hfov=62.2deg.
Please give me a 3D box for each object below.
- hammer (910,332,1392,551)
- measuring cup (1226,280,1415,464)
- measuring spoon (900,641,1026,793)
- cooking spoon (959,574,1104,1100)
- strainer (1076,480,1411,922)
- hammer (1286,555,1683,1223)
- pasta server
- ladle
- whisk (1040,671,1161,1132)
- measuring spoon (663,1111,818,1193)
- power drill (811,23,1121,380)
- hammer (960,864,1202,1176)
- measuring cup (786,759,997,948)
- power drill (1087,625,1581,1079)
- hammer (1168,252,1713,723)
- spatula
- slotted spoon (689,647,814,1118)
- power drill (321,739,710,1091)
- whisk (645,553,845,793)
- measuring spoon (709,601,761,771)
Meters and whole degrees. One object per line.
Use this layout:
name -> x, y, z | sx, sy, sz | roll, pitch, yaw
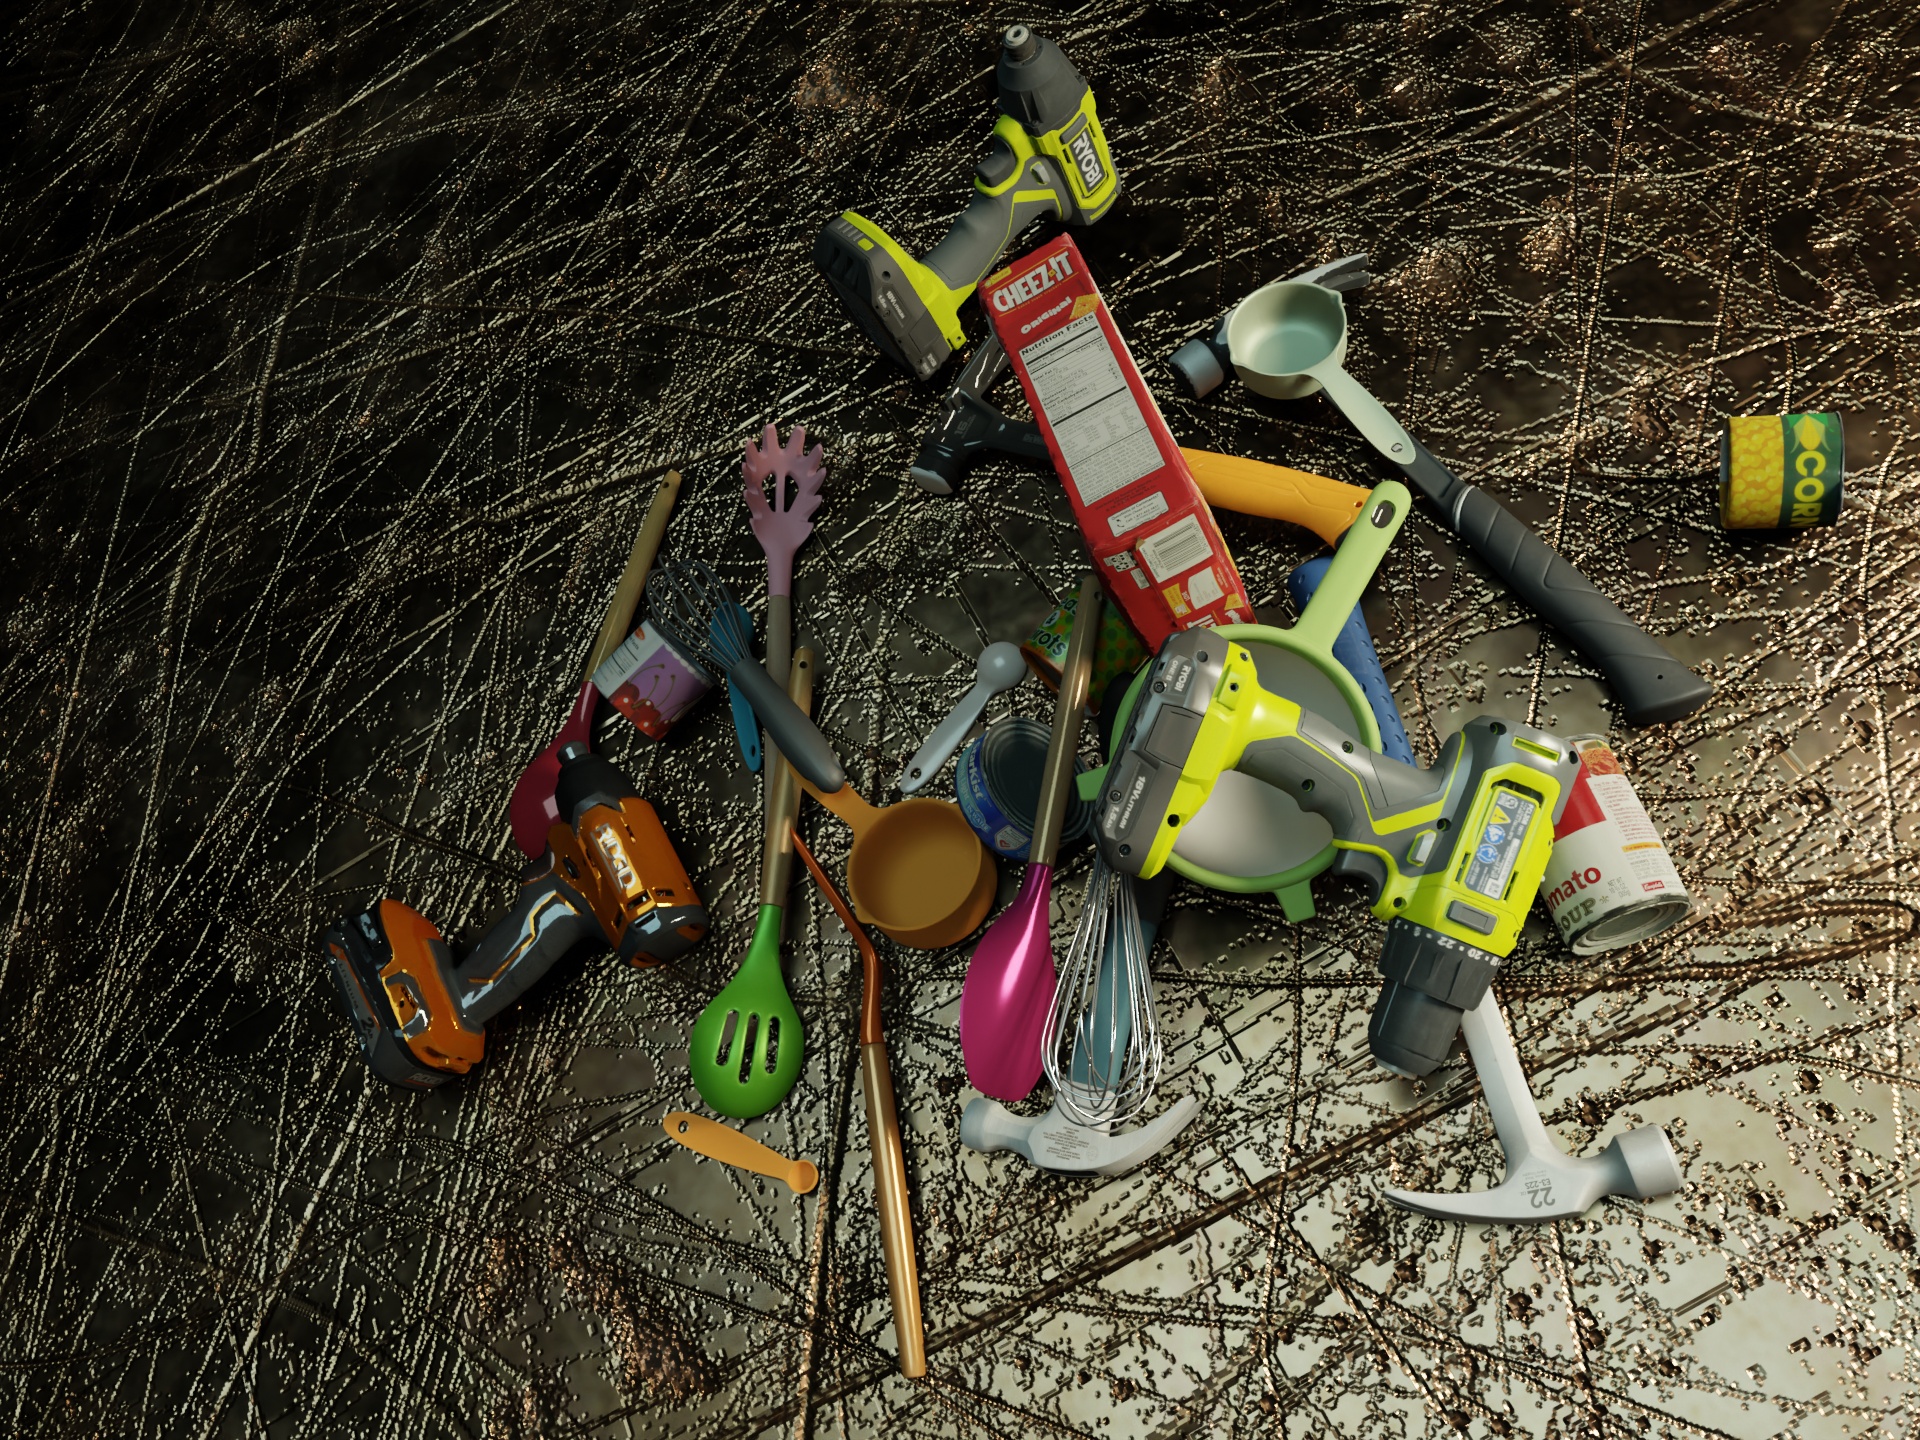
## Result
hammer -> 0.128, -0.176, 1.060 | 0.337, 0.034, 0.127 | 20, 75, 32
measuring cup -> 0.235, -0.211, 1.014 | 0.083, 0.038, 0.168 | -33, 62, -1
measuring spoon -> -0.002, -0.003, 1.048 | 0.034, 0.018, 0.124 | 33, 80, 29
cooking spoon -> 0.052, 0.060, 0.929 | 0.017, 0.068, 0.319 | -15, 58, 53
strainer -> 0.186, -0.021, 0.919 | 0.151, 0.069, 0.256 | 30, 83, 6
hammer -> 0.258, 0.082, 0.907 | 0.144, 0.035, 0.406 | -18, 61, 10
pasta server -> -0.126, -0.064, 1.110 | 0.060, 0.040, 0.316 | 3, 65, -10
ladle -> -0.257, -0.047, 1.156 | 0.069, 0.031, 0.316 | 8, 67, 18
whisk -> 0.086, 0.094, 0.913 | 0.070, 0.070, 0.285 | -3, 59, 18
measuring spoon -> -0.135, 0.264, 0.974 | 0.117, 0.011, 0.021 | 13, 71, 28
power drill -> 0.008, -0.369, 1.135 | 0.223, 0.171, 0.080 | -46, 60, -2
hammer -> 0.106, 0.107, 0.949 | 0.128, 0.033, 0.331 | 9, 69, 24
measuring cup -> -0.048, 0.077, 1.010 | 0.095, 0.052, 0.174 | -47, 54, -8
power drill -> 0.187, 0.065, 0.835 | 0.228, 0.080, 0.190 | 22, 89, 3
hammer -> 0.308, -0.148, 1.001 | 0.149, 0.036, 0.409 | -36, 60, -1
spatula -> -0.058, 0.219, 0.945 | 0.041, 0.081, 0.323 | -11, 68, 4
slotted spoon -> -0.121, 0.095, 1.024 | 0.070, 0.031, 0.314 | 9, 66, -9
power drill -> -0.295, 0.124, 1.048 | 0.226, 0.084, 0.164 | -31, 68, 0
whisk -> -0.143, -0.034, 1.058 | 0.055, 0.055, 0.239 | -40, 58, -2
measuring spoon -> -0.148, -0.023, 1.111 | 0.042, 0.021, 0.129 | -34, 62, 42
